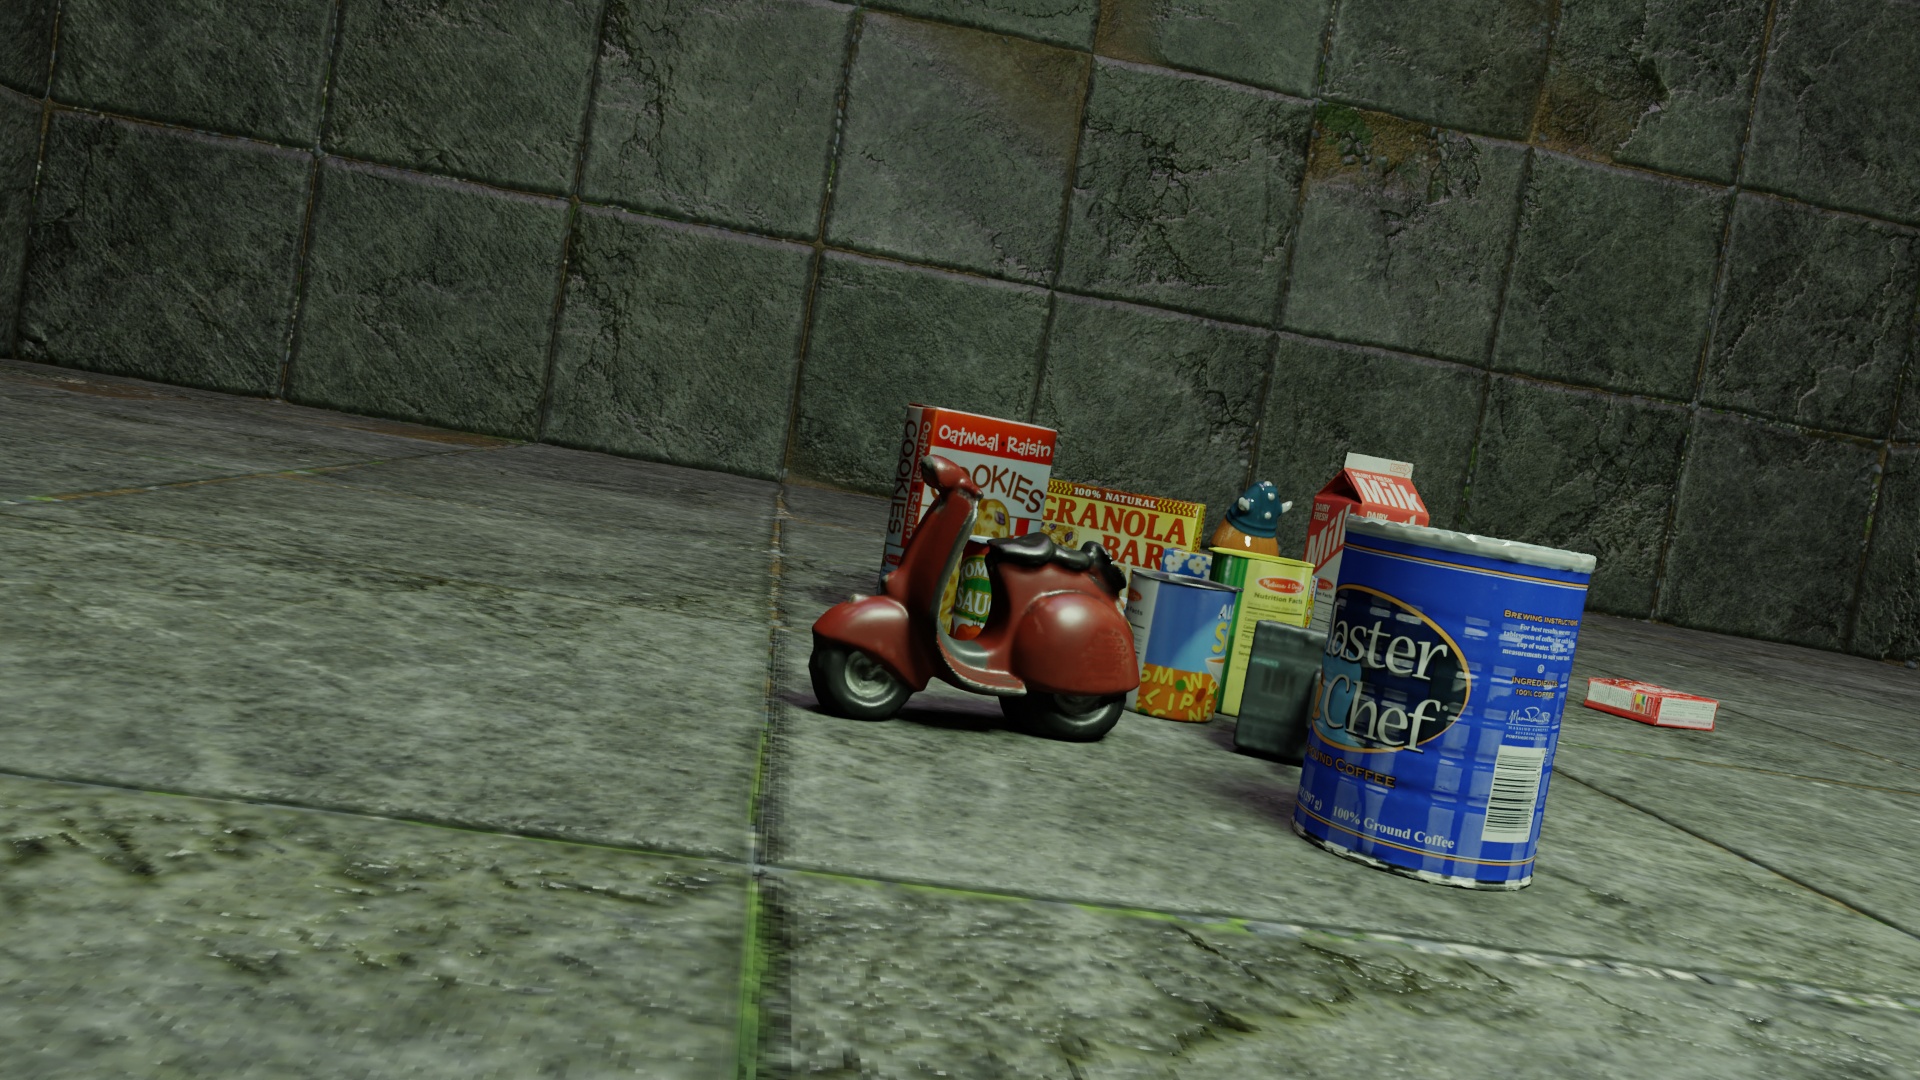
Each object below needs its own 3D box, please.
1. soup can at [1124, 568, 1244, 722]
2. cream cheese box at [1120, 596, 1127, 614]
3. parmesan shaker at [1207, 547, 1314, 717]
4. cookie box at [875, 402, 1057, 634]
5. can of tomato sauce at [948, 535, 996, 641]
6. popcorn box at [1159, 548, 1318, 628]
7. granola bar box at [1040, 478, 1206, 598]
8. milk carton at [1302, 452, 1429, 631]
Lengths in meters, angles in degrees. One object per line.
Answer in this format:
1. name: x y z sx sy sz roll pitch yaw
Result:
1. soup can: 0.134 0.065 0.857 0.071 0.083 0.071 10 3 0
2. cream cheese box: 0.098 0.067 0.956 0.024 0.053 0.104 11 4 17
3. parmesan shaker: 0.186 0.060 0.907 0.071 0.103 0.071 10 3 0
4. cookie box: 0.004 -0.013 1.054 0.123 0.167 0.040 7 4 -40
5. can of tomato sauce: 0.028 0.043 0.925 0.071 0.083 0.071 10 3 0
6. popcorn box: 0.225 0.059 1.150 0.127 0.085 0.038 12 4 33
7. granola bar box: 0.146 0.012 1.348 0.165 0.124 0.039 11 4 23
8. milk carton: 0.347 0.022 1.207 0.072 0.190 0.073 8 3 -21
